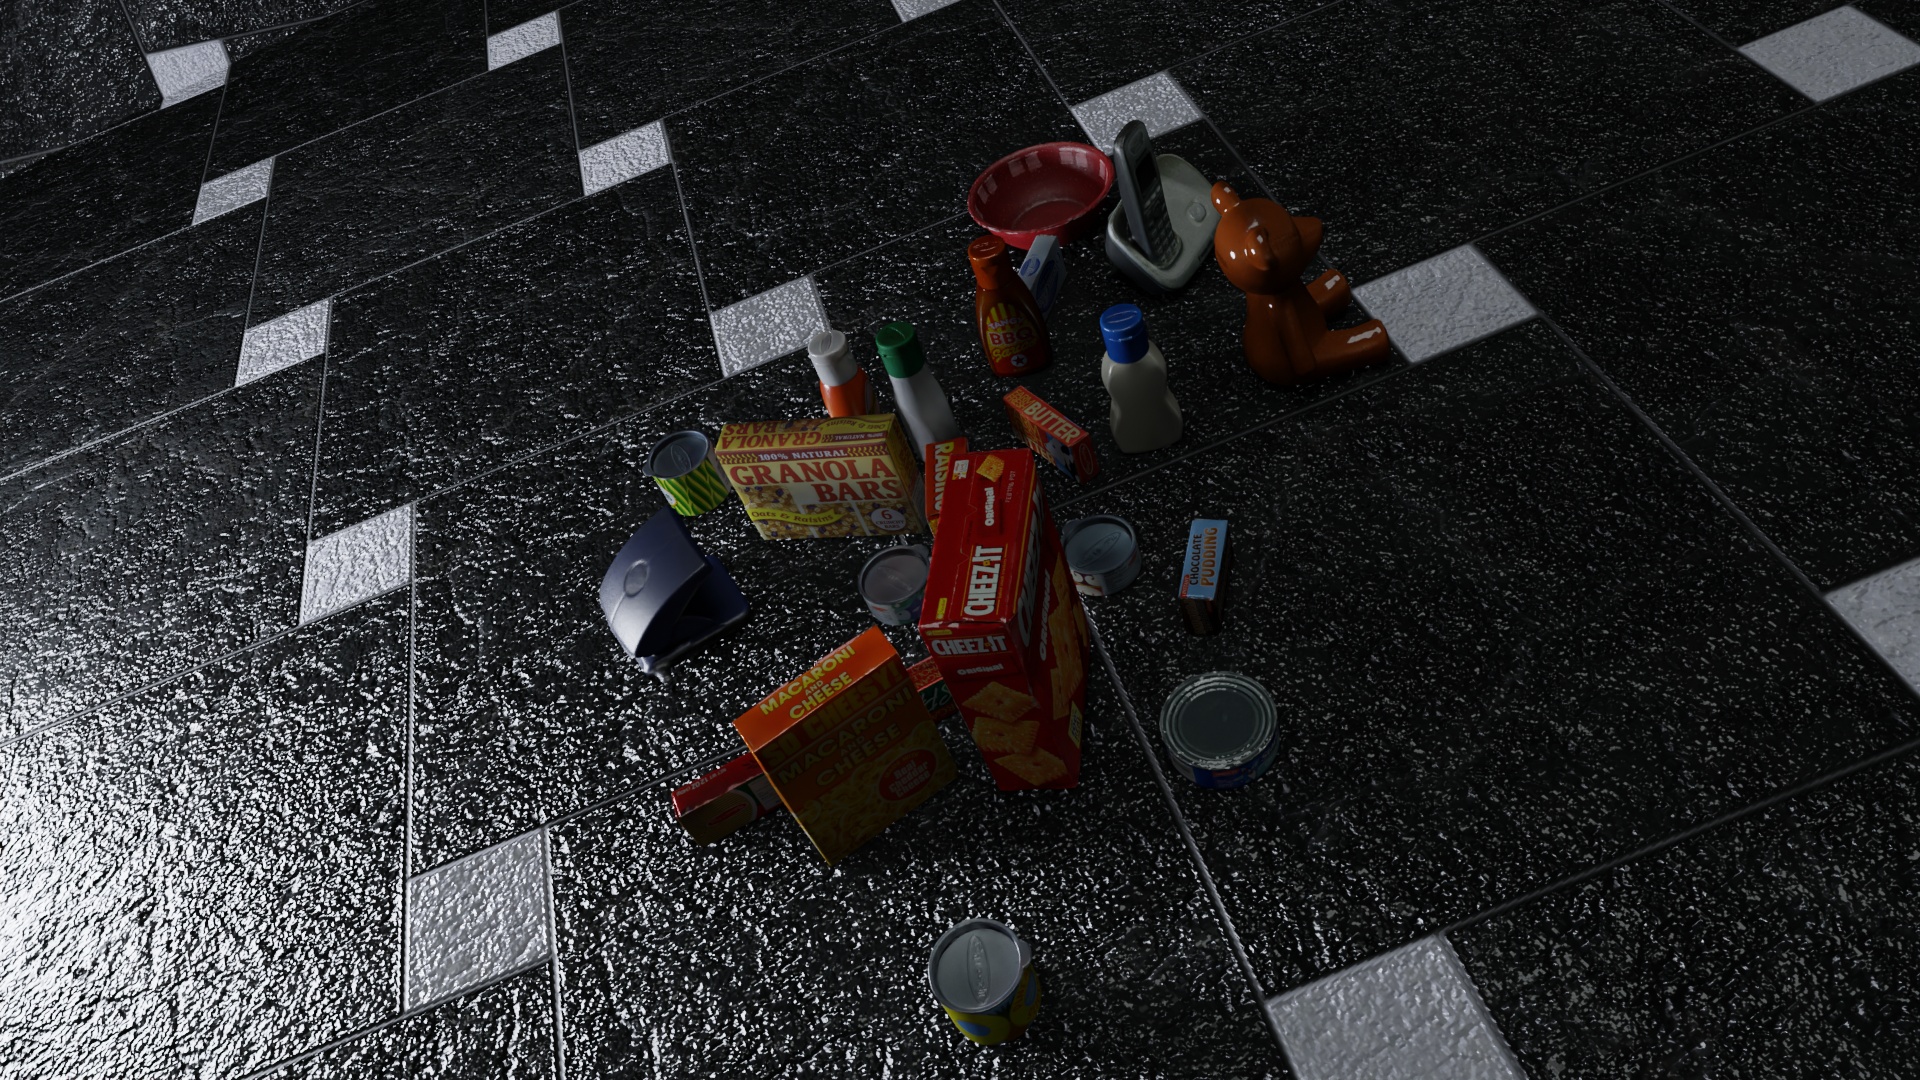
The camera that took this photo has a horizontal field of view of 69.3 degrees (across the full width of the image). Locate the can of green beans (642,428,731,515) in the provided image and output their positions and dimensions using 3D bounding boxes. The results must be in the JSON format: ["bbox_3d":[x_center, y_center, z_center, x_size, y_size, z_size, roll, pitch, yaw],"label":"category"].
[{"bbox_3d":[-0.266,-0.066,1.366,0.071,0.057,0.071,-10,47,11],"label":"can of green beans"}]

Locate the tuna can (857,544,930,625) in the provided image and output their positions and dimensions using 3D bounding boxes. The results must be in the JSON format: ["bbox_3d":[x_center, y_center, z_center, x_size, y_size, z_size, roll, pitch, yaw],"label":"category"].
[{"bbox_3d":[-0.052,0.038,1.213,0.071,0.032,0.071,-10,47,11],"label":"tuna can"}]

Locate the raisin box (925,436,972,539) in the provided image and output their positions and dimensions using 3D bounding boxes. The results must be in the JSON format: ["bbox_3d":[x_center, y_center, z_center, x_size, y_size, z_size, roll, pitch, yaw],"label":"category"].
[{"bbox_3d":[0.004,-0.015,1.177,0.040,0.122,0.086,-11,47,11],"label":"raisin box"}]

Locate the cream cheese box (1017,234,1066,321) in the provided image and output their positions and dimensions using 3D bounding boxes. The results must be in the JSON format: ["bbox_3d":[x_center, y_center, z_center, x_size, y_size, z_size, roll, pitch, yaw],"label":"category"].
[{"bbox_3d":[0.078,-0.259,1.419,0.024,0.053,0.104,6,52,24],"label":"cream cheese box"}]

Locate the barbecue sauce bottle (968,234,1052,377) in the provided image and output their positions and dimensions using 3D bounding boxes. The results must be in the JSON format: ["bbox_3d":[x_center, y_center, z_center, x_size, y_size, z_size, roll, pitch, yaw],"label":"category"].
[{"bbox_3d":[0.043,-0.225,1.335,0.065,0.148,0.044,-10,47,11],"label":"barbecue sauce bottle"}]

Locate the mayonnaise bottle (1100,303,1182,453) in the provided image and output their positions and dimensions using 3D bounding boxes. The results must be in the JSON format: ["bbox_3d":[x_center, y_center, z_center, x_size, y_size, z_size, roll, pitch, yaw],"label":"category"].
[{"bbox_3d":[0.154,-0.141,1.220,0.065,0.147,0.041,-13,47,8],"label":"mayonnaise bottle"}]

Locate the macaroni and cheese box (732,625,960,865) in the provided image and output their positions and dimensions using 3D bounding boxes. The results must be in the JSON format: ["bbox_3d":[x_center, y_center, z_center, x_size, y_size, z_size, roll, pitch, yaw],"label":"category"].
[{"bbox_3d":[-0.081,0.154,1.026,0.124,0.165,0.040,-34,47,-11],"label":"macaroni and cheese box"}]

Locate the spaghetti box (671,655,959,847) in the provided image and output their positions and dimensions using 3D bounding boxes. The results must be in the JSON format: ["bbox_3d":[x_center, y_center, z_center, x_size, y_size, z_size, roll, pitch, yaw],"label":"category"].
[{"bbox_3d":[-0.107,0.165,1.106,0.250,0.050,0.029,-28,46,-6],"label":"spaghetti box"}]

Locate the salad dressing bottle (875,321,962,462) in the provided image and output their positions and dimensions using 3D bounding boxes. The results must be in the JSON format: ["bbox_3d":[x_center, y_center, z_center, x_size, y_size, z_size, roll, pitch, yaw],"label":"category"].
[{"bbox_3d":[-0.039,-0.136,1.285,0.044,0.147,0.064,-37,48,-14],"label":"salad dressing bottle"}]

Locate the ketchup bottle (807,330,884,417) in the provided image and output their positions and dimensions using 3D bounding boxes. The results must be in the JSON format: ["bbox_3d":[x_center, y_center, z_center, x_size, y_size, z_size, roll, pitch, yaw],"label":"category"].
[{"bbox_3d":[-0.103,-0.130,1.302,0.043,0.148,0.065,-7,48,14],"label":"ketchup bottle"}]

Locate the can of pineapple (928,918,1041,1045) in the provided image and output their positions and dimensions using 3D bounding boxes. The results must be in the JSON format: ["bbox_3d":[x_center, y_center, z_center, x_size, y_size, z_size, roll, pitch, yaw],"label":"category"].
[{"bbox_3d":[0.019,0.298,0.936,0.071,0.057,0.071,-10,47,11],"label":"can of pineapple"}]

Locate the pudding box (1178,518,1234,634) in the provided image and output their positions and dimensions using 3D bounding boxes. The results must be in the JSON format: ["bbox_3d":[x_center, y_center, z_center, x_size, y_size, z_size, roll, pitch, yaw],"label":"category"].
[{"bbox_3d":[0.198,0.028,1.120,0.030,0.049,0.084,2,50,21],"label":"pudding box"}]

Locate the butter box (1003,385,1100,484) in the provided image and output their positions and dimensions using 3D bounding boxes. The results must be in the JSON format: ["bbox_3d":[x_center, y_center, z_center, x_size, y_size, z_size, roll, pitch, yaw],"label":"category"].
[{"bbox_3d":[0.082,-0.097,1.272,0.024,0.053,0.104,-37,48,-14],"label":"butter box"}]

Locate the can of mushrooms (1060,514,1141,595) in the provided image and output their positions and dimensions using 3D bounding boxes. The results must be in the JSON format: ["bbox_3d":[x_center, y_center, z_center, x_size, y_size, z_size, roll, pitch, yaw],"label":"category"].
[{"bbox_3d":[0.117,0.011,1.176,0.071,0.033,0.071,-10,47,11],"label":"can of mushrooms"}]

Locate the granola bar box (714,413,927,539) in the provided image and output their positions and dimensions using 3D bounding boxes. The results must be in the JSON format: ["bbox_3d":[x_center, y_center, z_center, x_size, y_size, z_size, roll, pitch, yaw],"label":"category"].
[{"bbox_3d":[-0.122,-0.055,1.258,0.165,0.123,0.039,-2,49,18],"label":"granola bar box"}]
